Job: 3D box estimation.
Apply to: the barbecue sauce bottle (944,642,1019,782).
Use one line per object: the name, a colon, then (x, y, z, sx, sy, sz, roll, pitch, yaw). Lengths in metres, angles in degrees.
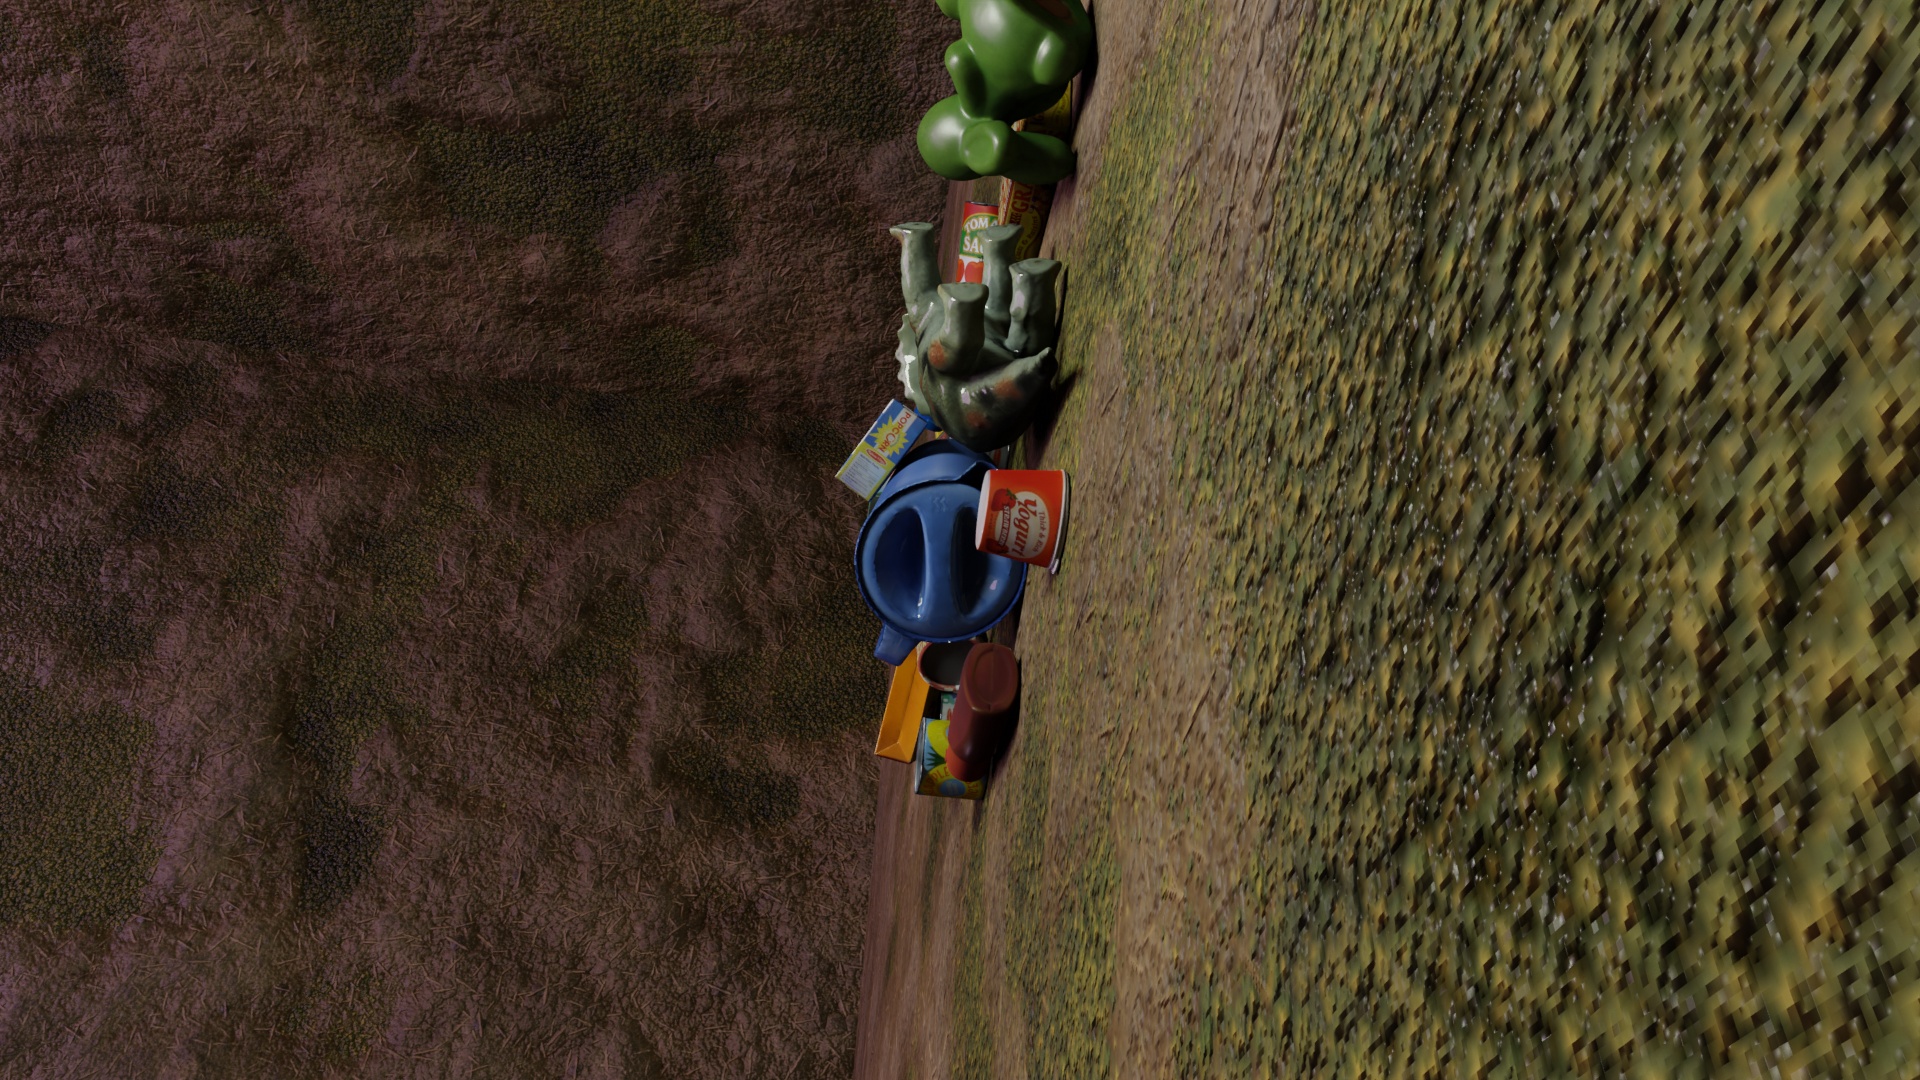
barbecue sauce bottle: (0.014, 0.142, 1.090, 0.147, 0.044, 0.065, 102, 173, -54)

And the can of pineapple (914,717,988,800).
can of pineapple: (-0.007, 0.189, 1.191, 0.071, 0.058, 0.071, -169, 85, -86)

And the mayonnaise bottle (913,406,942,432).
mayonnaise bottle: (-0.002, -0.182, 1.422, 0.147, 0.065, 0.041, -61, 17, 23)

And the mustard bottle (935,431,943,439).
mustard bottle: (0.000, -0.136, 1.593, 0.049, 0.065, 0.159, -79, -8, -77)

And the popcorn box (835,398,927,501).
popcorn box: (-0.069, -0.082, 1.229, 0.085, 0.038, 0.127, -53, 6, 3)

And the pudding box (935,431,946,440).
pudding box: (0.000, -0.110, 1.456, 0.084, 0.030, 0.049, -48, -1, -21)

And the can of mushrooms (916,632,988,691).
can of mushrooms: (-0.009, 0.102, 1.265, 0.033, 0.071, 0.070, -94, 12, -58)

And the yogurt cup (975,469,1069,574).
yogurt cup: (0.041, -0.017, 0.930, 0.072, 0.054, 0.072, -167, 85, -86)

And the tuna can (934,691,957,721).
tuna can: (-0.008, 0.182, 1.364, 0.071, 0.033, 0.071, -168, 85, -85)

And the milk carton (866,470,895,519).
milk carton: (-0.055, -0.037, 1.518, 0.191, 0.072, 0.073, -76, -4, -70)

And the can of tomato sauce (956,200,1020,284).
can of tomato sauce: (0.032, -0.287, 1.362, 0.071, 0.071, 0.083, -101, 18, -75)

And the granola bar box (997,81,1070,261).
granola bar box: (0.064, -0.348, 1.232, 0.164, 0.039, 0.125, 104, 172, -58)

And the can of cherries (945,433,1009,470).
can of cherries: (0.014, -0.086, 1.336, 0.071, 0.058, 0.071, -169, 86, -85)

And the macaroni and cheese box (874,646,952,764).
macaroni and cheese box: (-0.039, 0.156, 1.423, 0.166, 0.040, 0.123, 17, -92, -81)
